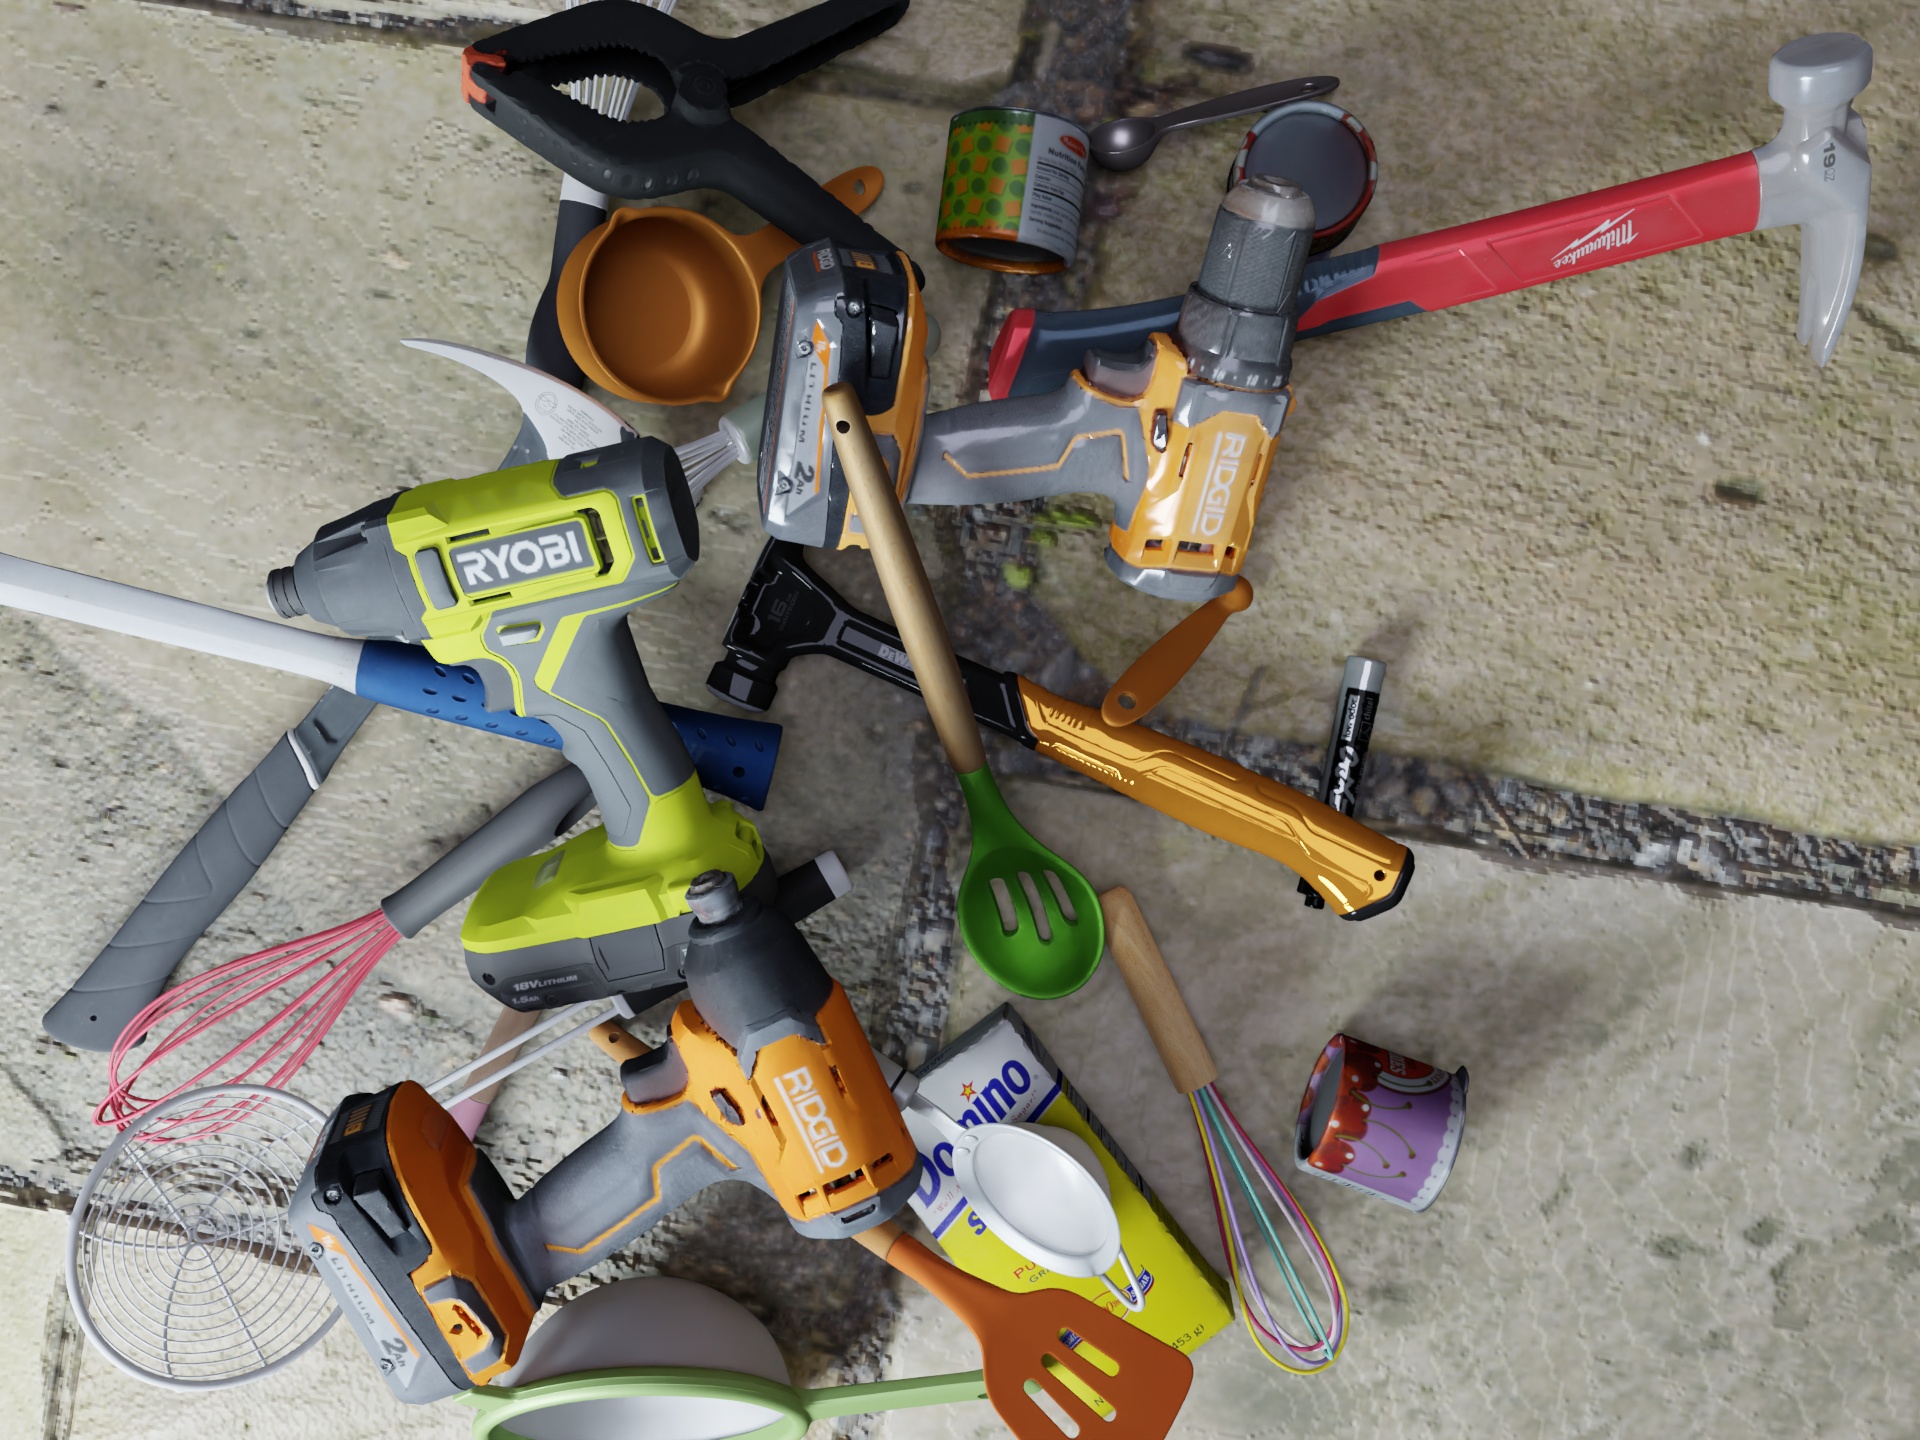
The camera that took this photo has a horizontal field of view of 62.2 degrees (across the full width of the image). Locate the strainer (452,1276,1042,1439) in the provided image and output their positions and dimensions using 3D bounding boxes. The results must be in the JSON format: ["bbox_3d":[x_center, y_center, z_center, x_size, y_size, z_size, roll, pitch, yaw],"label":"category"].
[{"bbox_3d":[-0.092,0.291,0.735,0.256,0.151,0.069,-6,53,-1],"label":"strainer"}]

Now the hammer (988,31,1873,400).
[{"bbox_3d":[0.204,-0.188,0.727,0.386,0.038,0.143,-12,128,11],"label":"hammer"}]

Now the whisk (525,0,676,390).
[{"bbox_3d":[-0.170,-0.283,0.752,0.070,0.070,0.284,11,97,3],"label":"whisk"}]

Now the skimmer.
[{"bbox_3d":[-0.208,0.161,0.714,0.363,0.090,0.127,-29,96,-7],"label":"skimmer"}]

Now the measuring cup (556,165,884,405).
[{"bbox_3d":[-0.112,-0.216,0.753,0.173,0.052,0.095,-40,118,-21],"label":"measuring cup"}]

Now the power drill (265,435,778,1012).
[{"bbox_3d":[-0.176,0.005,0.672,0.171,0.080,0.223,-12,114,3],"label":"power drill"}]

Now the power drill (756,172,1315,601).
[{"bbox_3d":[0.036,-0.149,0.679,0.226,0.084,0.185,5,121,-14],"label":"power drill"}]

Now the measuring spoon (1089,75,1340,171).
[{"bbox_3d":[0.120,-0.282,0.754,0.124,0.034,0.018,-16,134,-2],"label":"measuring spoon"}]

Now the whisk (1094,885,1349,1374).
[{"bbox_3d":[0.119,0.193,0.750,0.047,0.051,0.245,-26,87,9],"label":"whisk"}]

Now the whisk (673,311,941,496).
[{"bbox_3d":[-0.109,-0.123,0.728,0.246,0.059,0.058,-34,46,-16],"label":"whisk"}]

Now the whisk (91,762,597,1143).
[{"bbox_3d":[-0.286,0.107,0.760,0.296,0.073,0.073,-36,89,-3],"label":"whisk"}]

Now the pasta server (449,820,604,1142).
[{"bbox_3d":[-0.221,0.158,0.777,0.060,0.040,0.316,27,88,2],"label":"pasta server"}]

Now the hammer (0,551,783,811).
[{"bbox_3d":[-0.281,-0.032,0.720,0.405,0.035,0.144,14,101,-7],"label":"hammer"}]

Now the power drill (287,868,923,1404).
[{"bbox_3d":[-0.147,0.165,0.653,0.226,0.084,0.164,-23,108,-3],"label":"power drill"}]

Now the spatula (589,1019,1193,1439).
[{"bbox_3d":[-0.048,0.229,0.724,0.323,0.041,0.081,29,64,23],"label":"spatula"}]

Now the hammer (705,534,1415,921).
[{"bbox_3d":[0.054,-0.002,0.742,0.337,0.034,0.127,25,93,6],"label":"hammer"}]

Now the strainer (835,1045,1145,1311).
[{"bbox_3d":[-0.019,0.169,0.711,0.258,0.050,0.086,33,135,6],"label":"strainer"}]

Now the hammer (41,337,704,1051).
[{"bbox_3d":[-0.307,0.000,0.761,0.149,0.036,0.409,39,96,-14],"label":"hammer"}]

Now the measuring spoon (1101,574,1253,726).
[{"bbox_3d":[0.101,-0.034,0.729,0.021,0.011,0.117,41,57,9],"label":"measuring spoon"}]

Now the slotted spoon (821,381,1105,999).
[{"bbox_3d":[-0.001,-0.002,0.693,0.070,0.031,0.313,-10,121,16],"label":"slotted spoon"}]
